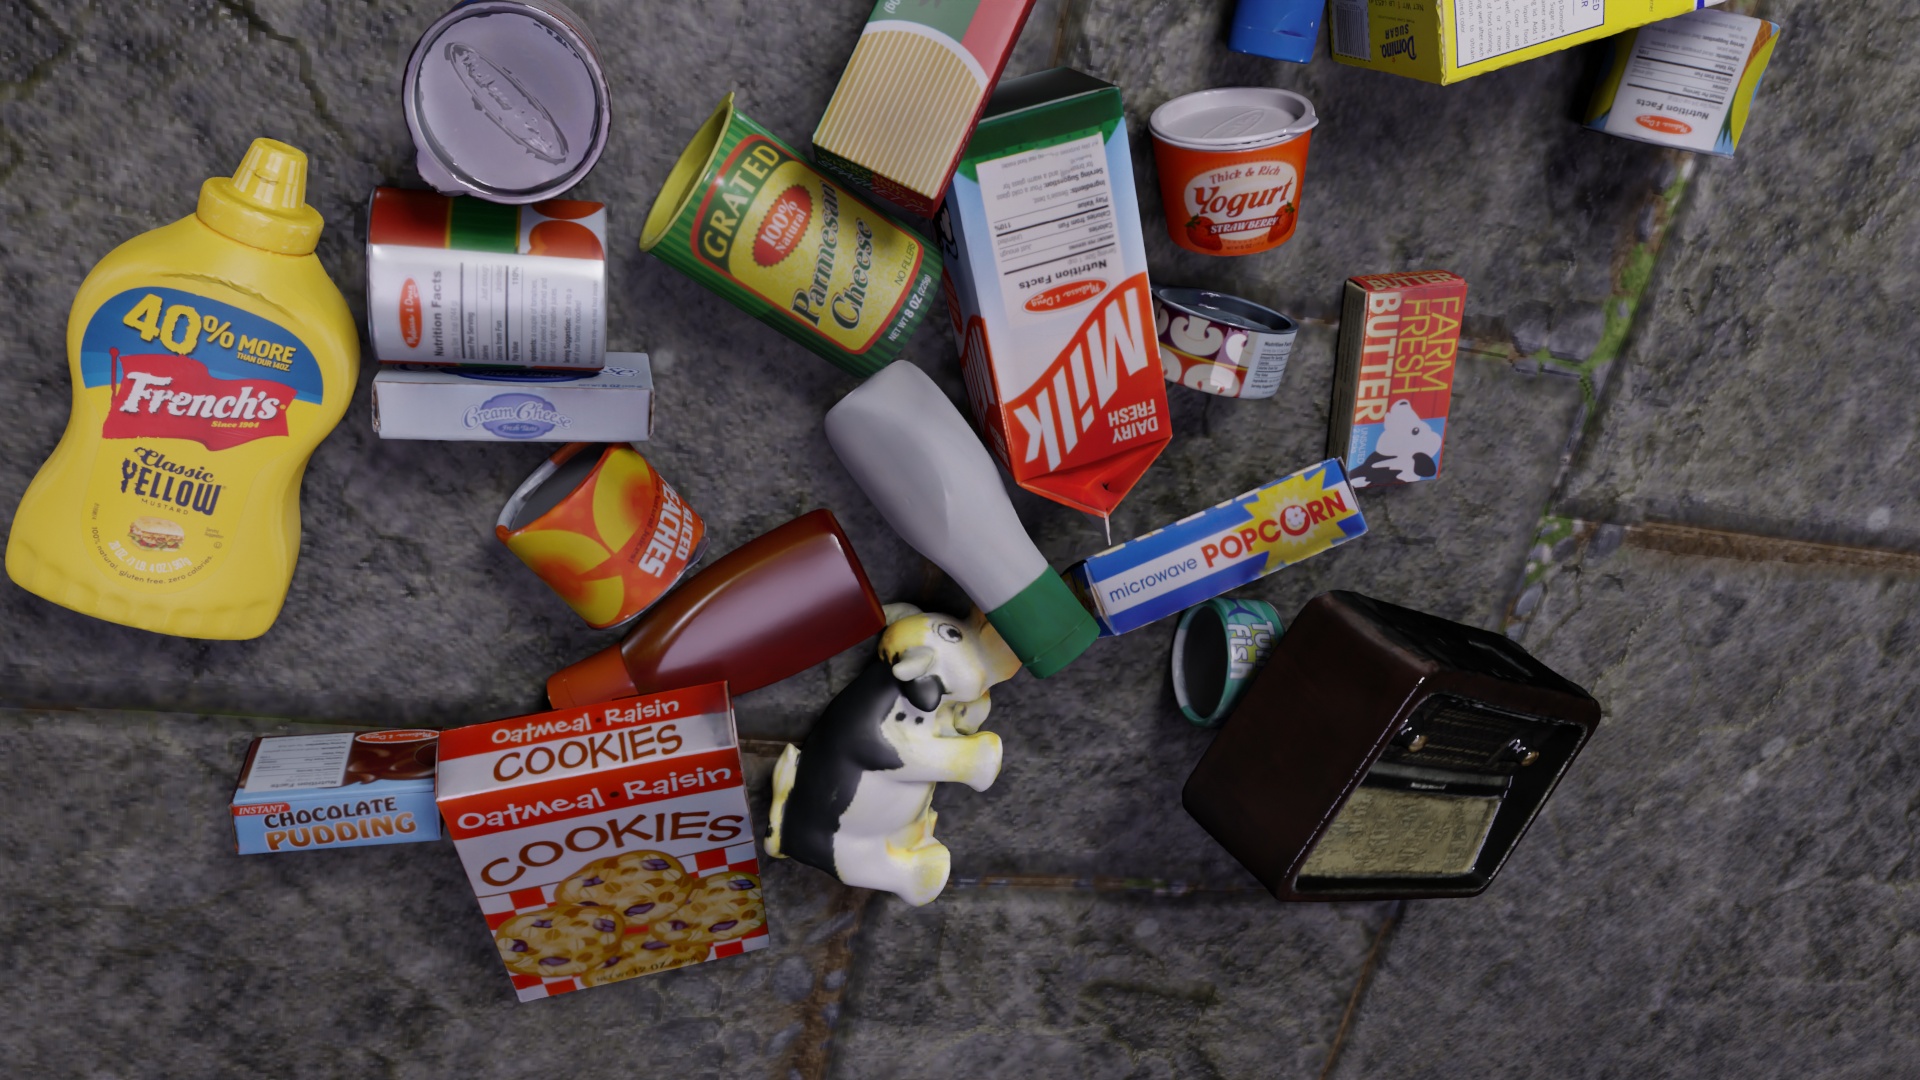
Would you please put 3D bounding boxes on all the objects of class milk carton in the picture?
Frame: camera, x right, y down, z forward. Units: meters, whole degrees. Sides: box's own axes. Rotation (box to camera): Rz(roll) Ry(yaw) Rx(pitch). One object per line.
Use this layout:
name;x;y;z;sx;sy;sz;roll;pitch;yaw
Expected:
milk carton;0.037;-0.093;0.590;0.073;0.072;0.189;-17;116;-7

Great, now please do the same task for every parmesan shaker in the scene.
parmesan shaker;-0.064;-0.119;0.554;0.103;0.071;0.071;29;104;-25

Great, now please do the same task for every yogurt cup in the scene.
yogurt cup;0.115;-0.156;0.589;0.072;0.073;0.053;-14;125;-9

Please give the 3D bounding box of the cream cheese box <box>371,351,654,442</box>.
cream cheese box;-0.177;-0.059;0.557;0.104;0.053;0.024;0;112;-15

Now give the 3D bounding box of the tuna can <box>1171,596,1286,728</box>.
tuna can;0.134;0.061;0.688;0.033;0.071;0.070;5;113;-17

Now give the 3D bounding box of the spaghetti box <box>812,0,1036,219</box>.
spaghetti box;0.021;-0.240;0.499;0.050;0.028;0.250;25;89;-2

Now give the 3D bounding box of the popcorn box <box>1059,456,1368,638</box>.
popcorn box;0.114;0.006;0.647;0.127;0.085;0.038;-22;85;-5

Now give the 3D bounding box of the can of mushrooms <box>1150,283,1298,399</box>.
can of mushrooms;0.111;-0.089;0.618;0.071;0.071;0.033;5;114;-18

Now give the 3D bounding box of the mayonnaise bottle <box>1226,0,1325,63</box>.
mayonnaise bottle;0.141;-0.270;0.555;0.065;0.041;0.147;2;113;-18

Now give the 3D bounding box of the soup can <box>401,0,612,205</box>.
soup can;-0.162;-0.160;0.497;0.071;0.084;0.071;-6;115;-13

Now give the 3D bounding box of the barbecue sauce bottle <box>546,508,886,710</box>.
barbecue sauce bottle;-0.112;0.044;0.628;0.148;0.044;0.064;-27;118;-2

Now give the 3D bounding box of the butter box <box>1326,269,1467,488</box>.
butter box;0.210;-0.077;0.672;0.053;0.024;0.103;-6;115;-12

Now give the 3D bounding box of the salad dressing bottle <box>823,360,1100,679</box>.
salad dressing bottle;0.002;-0.008;0.602;0.044;0.064;0.147;-40;94;-35

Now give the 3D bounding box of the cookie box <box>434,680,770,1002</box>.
cookie box;-0.157;0.140;0.635;0.123;0.040;0.166;-10;135;-11

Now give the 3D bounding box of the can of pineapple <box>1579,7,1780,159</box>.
can of pineapple;0.321;-0.207;0.622;0.071;0.071;0.057;4;113;-17

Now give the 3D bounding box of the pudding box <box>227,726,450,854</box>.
pudding box;-0.269;0.109;0.610;0.084;0.050;0.030;-2;116;-15

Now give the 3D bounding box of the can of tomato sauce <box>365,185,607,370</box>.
can of tomato sauce;-0.179;-0.100;0.532;0.083;0.071;0.071;0;114;-16

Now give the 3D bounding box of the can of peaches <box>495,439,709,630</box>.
can of peaches;-0.148;-0.006;0.580;0.071;0.071;0.058;-38;117;4
